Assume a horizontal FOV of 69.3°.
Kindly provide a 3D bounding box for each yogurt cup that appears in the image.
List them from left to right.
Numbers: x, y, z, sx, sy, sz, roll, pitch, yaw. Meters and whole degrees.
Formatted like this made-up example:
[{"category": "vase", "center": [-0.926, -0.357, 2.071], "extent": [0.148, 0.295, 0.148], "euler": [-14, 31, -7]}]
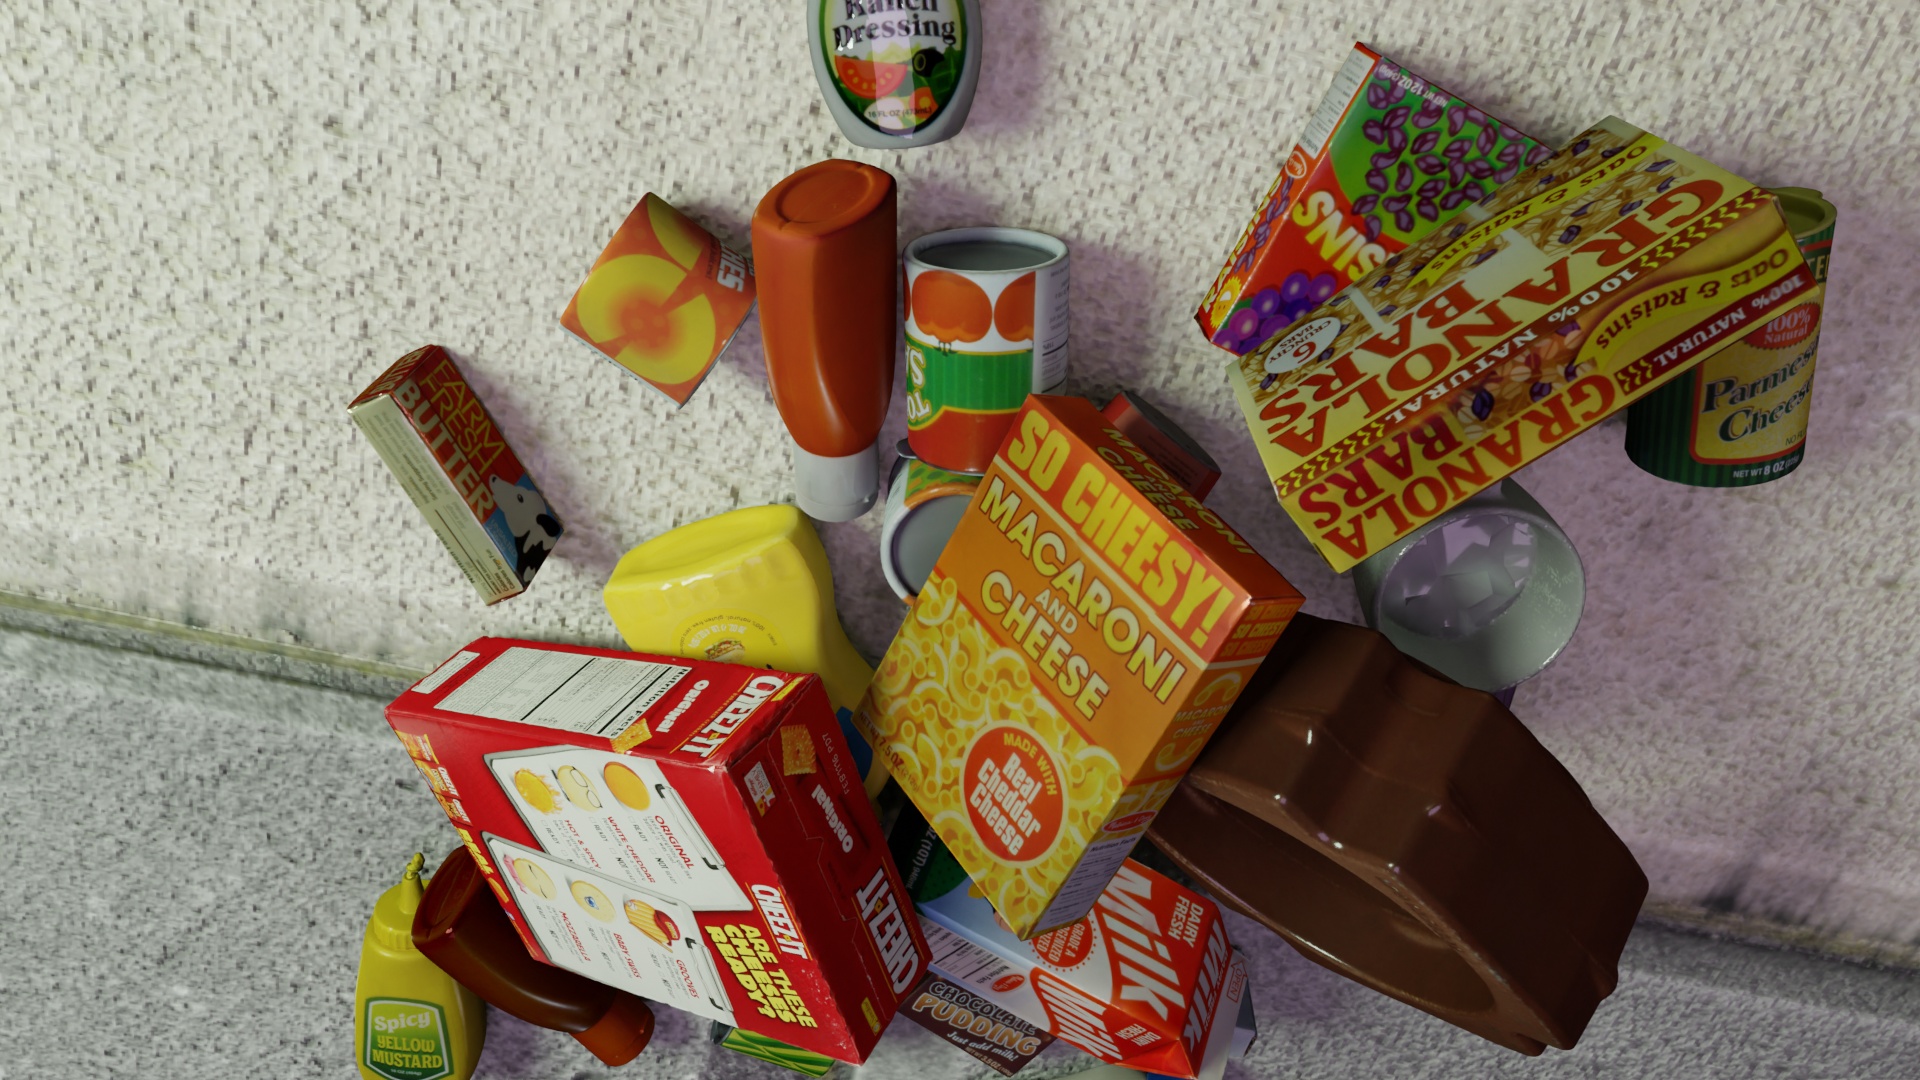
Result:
[{"category": "yogurt cup", "center": [0.072, -0.026, 0.586], "extent": [0.072, 0.072, 0.054], "euler": [35, 105, -17]}]

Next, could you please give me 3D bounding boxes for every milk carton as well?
[{"category": "milk carton", "center": [0.052, 0.191, 0.671], "extent": [0.190, 0.073, 0.073], "euler": [30, 144, -5]}]

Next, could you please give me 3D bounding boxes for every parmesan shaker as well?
[{"category": "parmesan shaker", "center": [0.305, -0.081, 0.551], "extent": [0.071, 0.071, 0.102], "euler": [-8, 118, 6]}]

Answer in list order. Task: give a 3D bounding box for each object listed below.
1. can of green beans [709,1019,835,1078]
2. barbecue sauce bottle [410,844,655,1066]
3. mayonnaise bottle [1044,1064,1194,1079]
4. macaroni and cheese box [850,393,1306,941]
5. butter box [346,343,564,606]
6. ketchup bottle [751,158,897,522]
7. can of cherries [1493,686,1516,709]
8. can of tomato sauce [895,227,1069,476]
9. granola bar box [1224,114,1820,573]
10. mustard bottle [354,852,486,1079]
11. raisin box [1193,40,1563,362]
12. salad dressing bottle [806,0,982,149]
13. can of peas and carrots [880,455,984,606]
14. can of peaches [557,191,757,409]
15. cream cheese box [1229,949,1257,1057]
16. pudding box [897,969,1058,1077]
[{"category": "can of green beans", "center": [-0.090, 0.241, 0.730], "extent": [0.058, 0.071, 0.071], "euler": [24, 116, -12]}, {"category": "barbecue sauce bottle", "center": [-0.217, 0.223, 0.726], "extent": [0.043, 0.065, 0.148], "euler": [-19, 126, 23]}, {"category": "mayonnaise bottle", "center": [0.075, 0.329, 0.790], "extent": [0.148, 0.041, 0.064], "euler": [-16, 119, 8]}, {"category": "macaroni and cheese box", "center": [0.036, 0.047, 0.528], "extent": [0.040, 0.124, 0.165], "euler": [0, 128, -46]}, {"category": "butter box", "center": [-0.213, -0.028, 0.594], "extent": [0.024, 0.053, 0.103], "euler": [-21, 115, 15]}, {"category": "ketchup bottle", "center": [-0.051, -0.073, 0.557], "extent": [0.043, 0.065, 0.148], "euler": [22, 136, 20]}, {"category": "can of cherries", "center": [0.219, 0.060, 0.629], "extent": [0.071, 0.072, 0.058], "euler": [5, 117, -2]}, {"category": "can of tomato sauce", "center": [0.008, -0.077, 0.557], "extent": [0.071, 0.071, 0.082], "euler": [0, 118, 1]}, {"category": "granola bar box", "center": [0.180, -0.070, 0.479], "extent": [0.165, 0.125, 0.039], "euler": [-33, 112, 17]}, {"category": "mustard bottle", "center": [-0.288, 0.230, 0.736], "extent": [0.065, 0.049, 0.159], "euler": [6, 118, -4]}, {"category": "raisin box", "center": [0.161, -0.118, 0.548], "extent": [0.086, 0.040, 0.123], "euler": [23, 115, -12]}, {"category": "salad dressing bottle", "center": [-0.027, -0.218, 0.494], "extent": [0.064, 0.044, 0.147], "euler": [-4, 118, 2]}, {"category": "can of peas and carrots", "center": [0.002, -0.008, 0.599], "extent": [0.071, 0.059, 0.070], "euler": [0, 119, 1]}, {"category": "can of peaches", "center": [-0.116, -0.097, 0.549], "extent": [0.058, 0.071, 0.071], "euler": [34, 114, -15]}, {"category": "cream cheese box", "center": [0.101, 0.236, 0.731], "extent": [0.104, 0.054, 0.024], "euler": [11, 125, -4]}, {"category": "pudding box", "center": [0.011, 0.250, 0.753], "extent": [0.083, 0.030, 0.049], "euler": [36, 112, -17]}]
